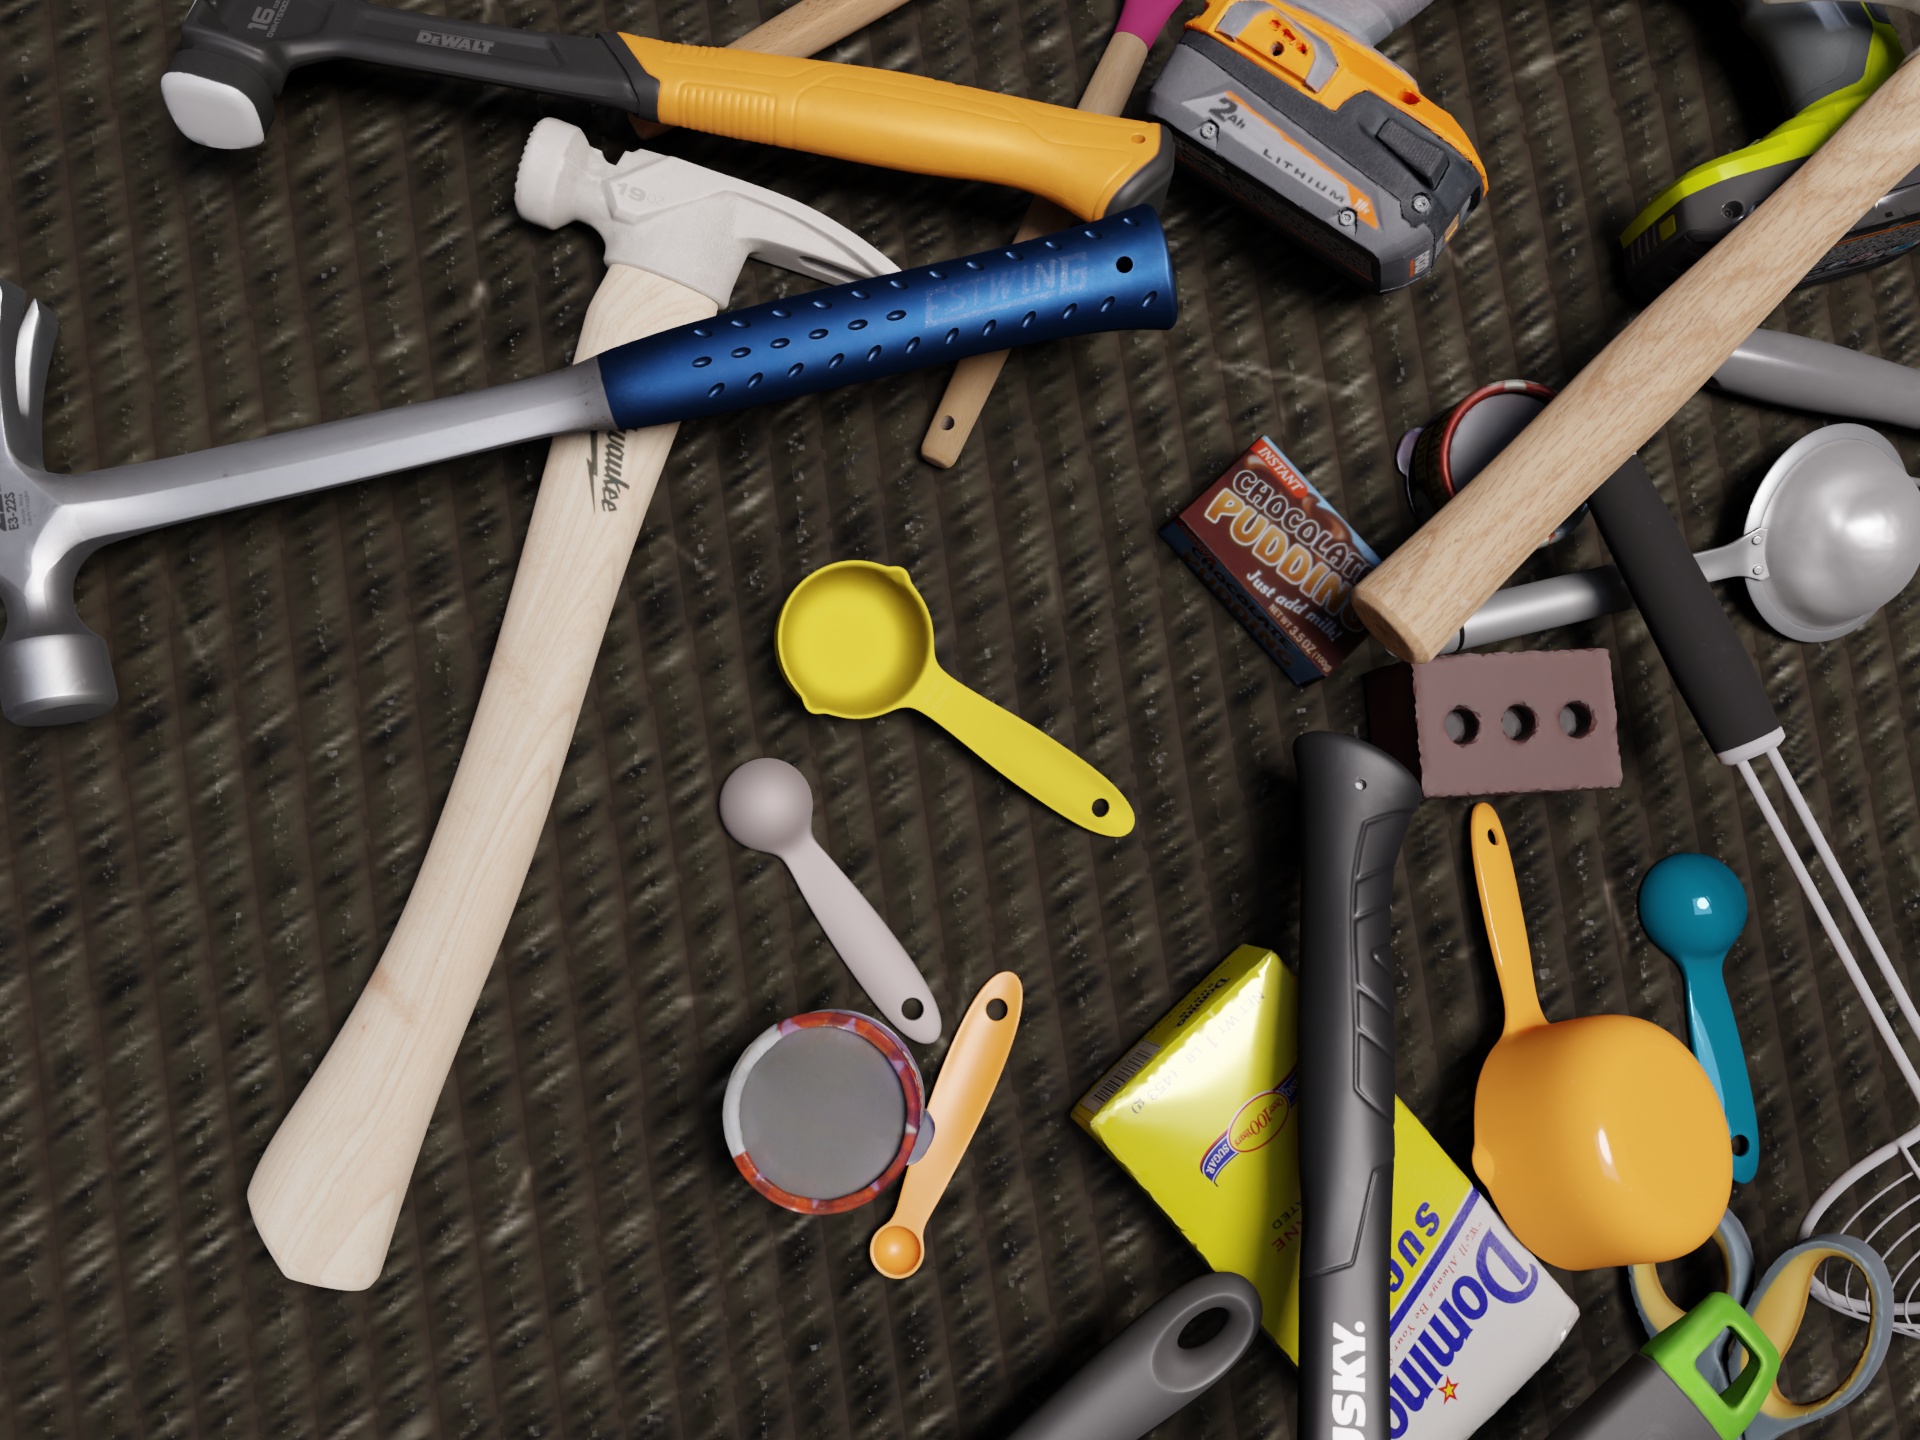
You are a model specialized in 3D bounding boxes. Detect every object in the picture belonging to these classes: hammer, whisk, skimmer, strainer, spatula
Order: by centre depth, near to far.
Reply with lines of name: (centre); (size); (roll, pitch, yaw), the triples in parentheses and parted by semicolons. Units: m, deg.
hammer: (0.118, 0.162, 0.511); (0.146, 0.035, 0.335); (4, 69, 3)
whisk: (-0.018, 0.282, 0.530); (0.296, 0.073, 0.073); (-37, 90, -4)
hammer: (-0.130, -0.114, 0.533); (0.405, 0.035, 0.144); (-13, 85, -2)
hammer: (0.260, -0.146, 0.550); (0.331, 0.031, 0.130); (-43, 84, -5)
hammer: (-0.091, -0.227, 0.560); (0.337, 0.034, 0.127); (10, 62, -2)
hammer: (-0.145, -0.003, 0.566); (0.146, 0.038, 0.411); (18, 84, -6)
skimmer: (0.313, 0.063, 0.588); (0.127, 0.090, 0.363); (-27, 86, 13)
spatula: (0.017, -0.298, 0.608); (0.317, 0.044, 0.082); (-29, 79, 0)
strainer: (0.282, -0.056, 0.610); (0.258, 0.050, 0.086); (-13, 106, -8)
whisk: (0.399, -0.125, 0.637); (0.239, 0.055, 0.055); (12, 84, -1)

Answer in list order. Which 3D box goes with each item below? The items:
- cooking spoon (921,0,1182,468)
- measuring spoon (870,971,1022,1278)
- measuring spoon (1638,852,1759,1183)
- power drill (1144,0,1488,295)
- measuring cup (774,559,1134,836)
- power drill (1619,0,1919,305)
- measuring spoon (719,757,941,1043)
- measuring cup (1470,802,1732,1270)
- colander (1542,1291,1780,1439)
cooking spoon: (0.055, -0.241, 0.618); (0.069, 0.017, 0.319); (24, 82, 7)
measuring spoon: (-0.003, 0.147, 0.583); (0.021, 0.011, 0.117); (22, 79, 7)
measuring spoon: (0.294, 0.115, 0.612); (0.042, 0.021, 0.129); (-8, 85, -7)
power drill: (0.189, -0.271, 0.563); (0.164, 0.084, 0.226); (37, 101, 11)
measuring cup: (-0.001, -0.002, 0.592); (0.156, 0.029, 0.062); (35, 82, -14)
power drill: (0.291, -0.283, 0.621); (0.190, 0.080, 0.228); (-16, 85, -4)
measuring spoon: (-0.044, 0.067, 0.579); (0.034, 0.018, 0.124); (-36, 91, -8)
measuring cup: (0.227, 0.109, 0.578); (0.095, 0.052, 0.174); (0, 74, -34)
colander: (0.108, 0.328, 0.531); (0.397, 0.094, 0.204); (-39, 85, -8)
